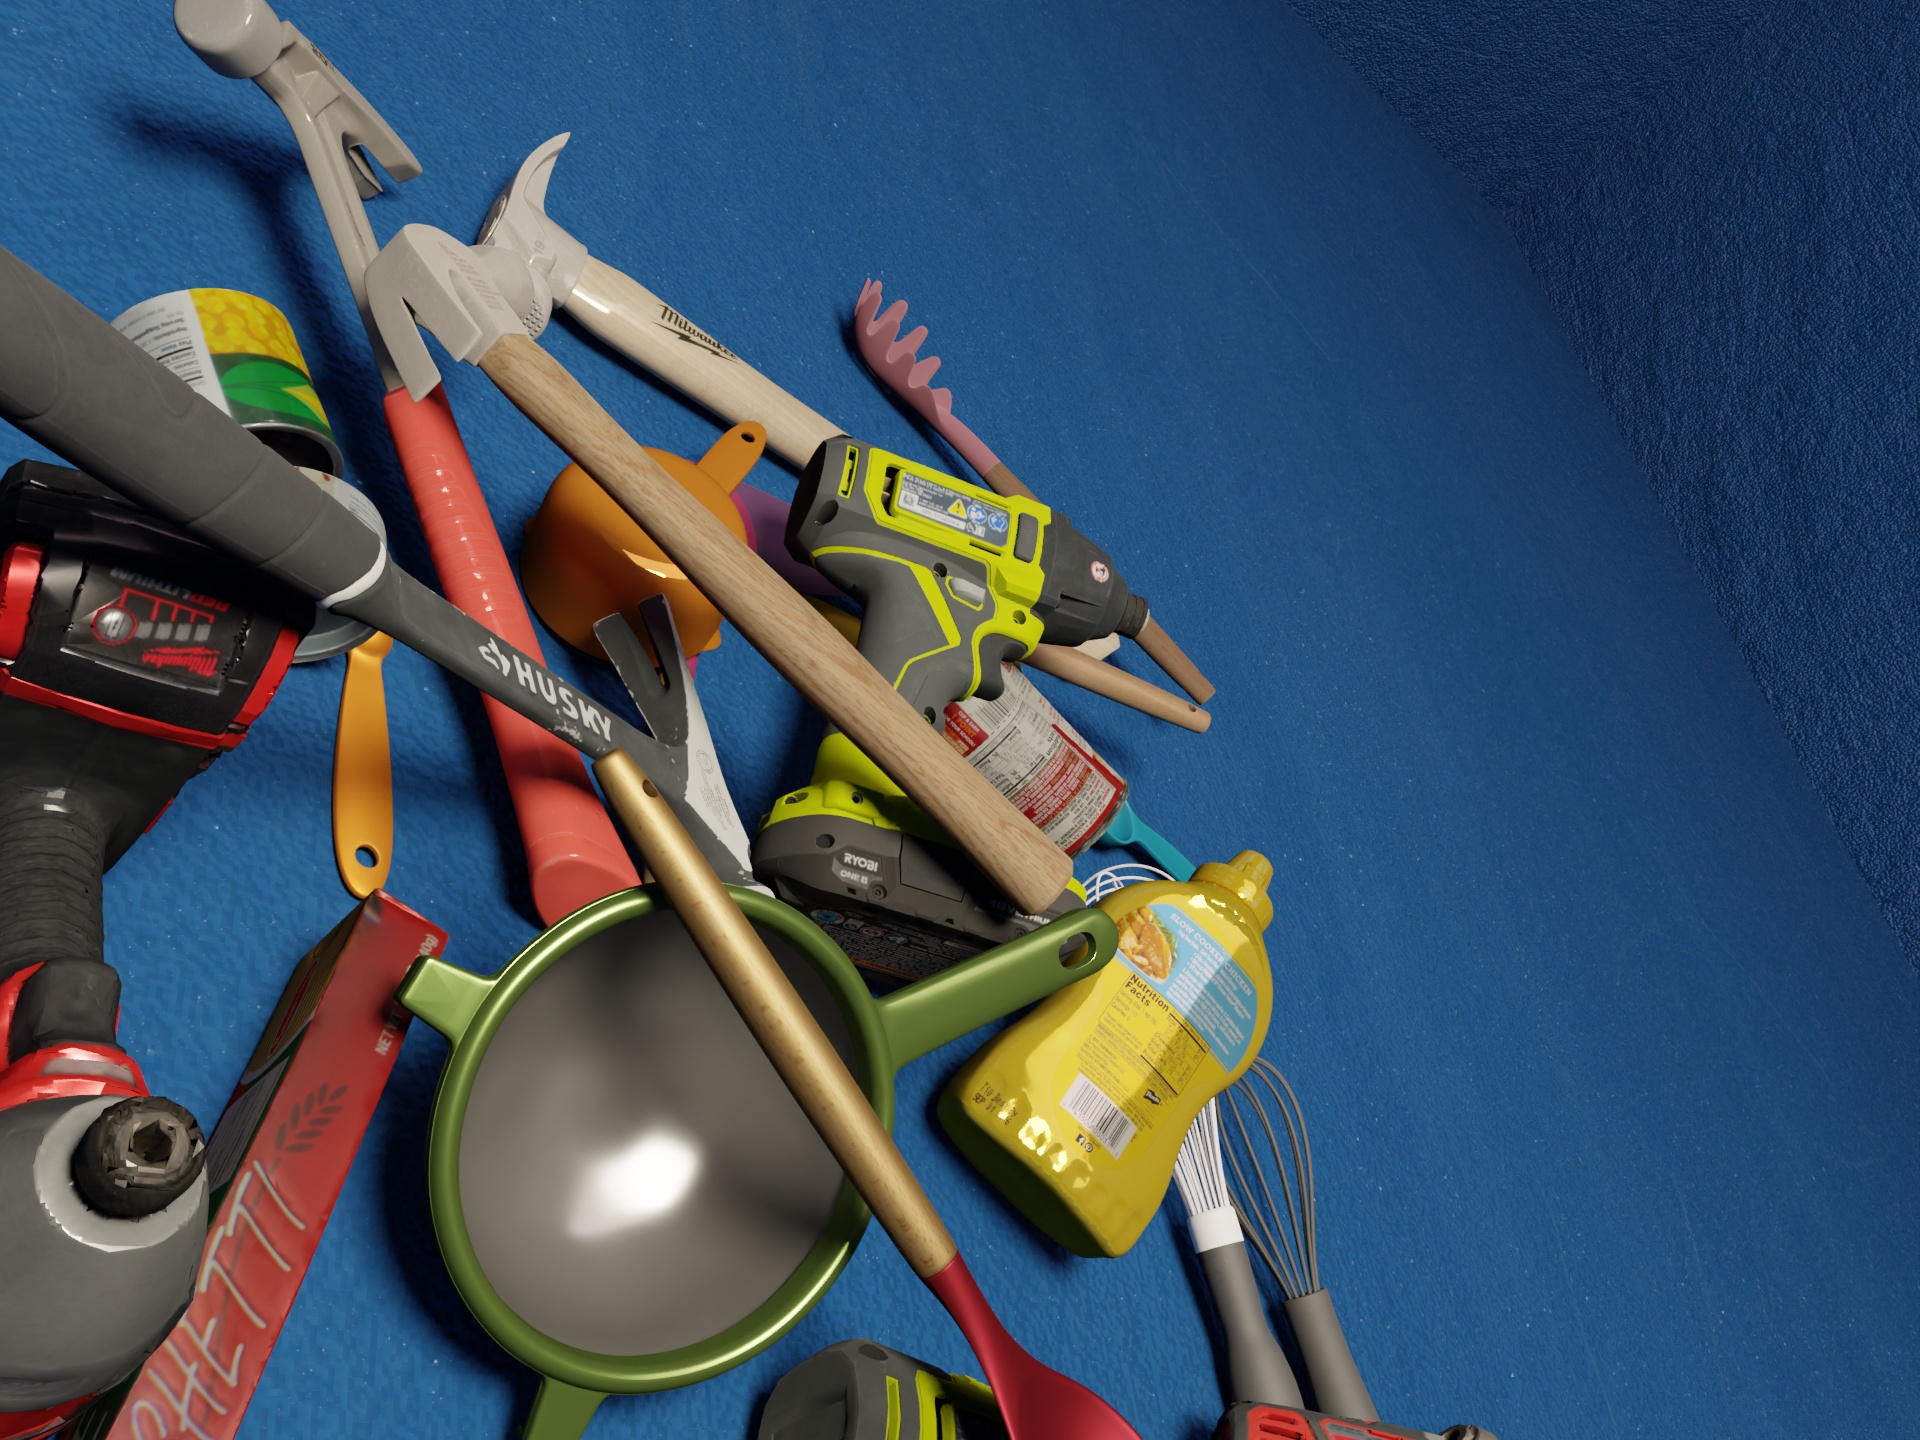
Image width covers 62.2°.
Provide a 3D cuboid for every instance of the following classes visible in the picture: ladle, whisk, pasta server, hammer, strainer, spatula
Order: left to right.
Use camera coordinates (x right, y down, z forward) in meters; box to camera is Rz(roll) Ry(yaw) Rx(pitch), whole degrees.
[{"bbox_3d":[-0.153,-0.037,0.431,0.408,0.036,0.149,50,18,-64],"label":"hammer"},{"bbox_3d":[-0.195,-0.094,0.604,0.149,0.036,0.359,54,14,-81],"label":"hammer"},{"bbox_3d":[-0.082,-0.051,0.575,0.331,0.031,0.130,45,13,-5],"label":"hammer"},{"bbox_3d":[-0.059,0.110,0.529,0.256,0.069,0.151,-18,99,-35],"label":"strainer"},{"bbox_3d":[-0.067,-0.145,0.843,0.410,0.038,0.146,32,37,-30],"label":"hammer"},{"bbox_3d":[-0.020,0.143,0.478,0.315,0.031,0.069,58,20,-8],"label":"ladle"},{"bbox_3d":[-0.004,-0.052,0.803,0.315,0.018,0.060,22,46,-21],"label":"spatula"},{"bbox_3d":[0.042,-0.133,0.936,0.316,0.040,0.060,47,17,3],"label":"pasta server"},{"bbox_3d":[0.105,0.201,0.727,0.070,0.070,0.285,11,57,-47],"label":"whisk"},{"bbox_3d":[0.162,0.269,0.741,0.055,0.055,0.239,7,59,-49],"label":"whisk"}]

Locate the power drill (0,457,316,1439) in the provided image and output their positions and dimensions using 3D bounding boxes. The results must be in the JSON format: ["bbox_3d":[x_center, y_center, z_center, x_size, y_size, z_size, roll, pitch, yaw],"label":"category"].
[{"bbox_3d":[-0.213,0.052,0.377,0.078,0.143,0.220,22,42,-40],"label":"power drill"}]

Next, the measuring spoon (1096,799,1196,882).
[{"bbox_3d":[0.100,0.073,0.874,0.128,0.021,0.042,41,34,-35],"label":"measuring spoon"}]

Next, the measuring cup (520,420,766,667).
[{"bbox_3d":[-0.117,-0.098,0.685,0.095,0.052,0.174,33,46,-5],"label":"measuring cup"}]

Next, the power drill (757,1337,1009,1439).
[{"bbox_3d":[0.020,0.323,0.481,0.190,0.080,0.229,35,35,-29],"label":"power drill"}]

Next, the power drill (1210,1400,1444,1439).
[{"bbox_3d":[0.176,0.361,0.563,0.188,0.080,0.227,12,33,5],"label":"power drill"}]

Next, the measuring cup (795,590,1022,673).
[{"bbox_3d":[-0.027,-0.043,0.802,0.156,0.029,0.062,21,45,-42],"label":"measuring cup"}]

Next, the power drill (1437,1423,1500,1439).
[{"bbox_3d":[0.246,0.428,0.669,0.185,0.084,0.226,56,29,7],"label":"power drill"}]

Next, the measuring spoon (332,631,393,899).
[{"bbox_3d":[-0.204,0.008,0.548,0.021,0.011,0.117,20,45,-41],"label":"measuring spoon"}]

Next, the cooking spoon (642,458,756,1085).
[{"bbox_3d":[-0.118,0.004,0.652,0.068,0.017,0.319,13,49,-22],"label":"cooking spoon"}]

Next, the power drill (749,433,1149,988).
[{"bbox_3d":[-0.001,-0.002,0.680,0.171,0.080,0.223,19,59,-18],"label":"power drill"}]
